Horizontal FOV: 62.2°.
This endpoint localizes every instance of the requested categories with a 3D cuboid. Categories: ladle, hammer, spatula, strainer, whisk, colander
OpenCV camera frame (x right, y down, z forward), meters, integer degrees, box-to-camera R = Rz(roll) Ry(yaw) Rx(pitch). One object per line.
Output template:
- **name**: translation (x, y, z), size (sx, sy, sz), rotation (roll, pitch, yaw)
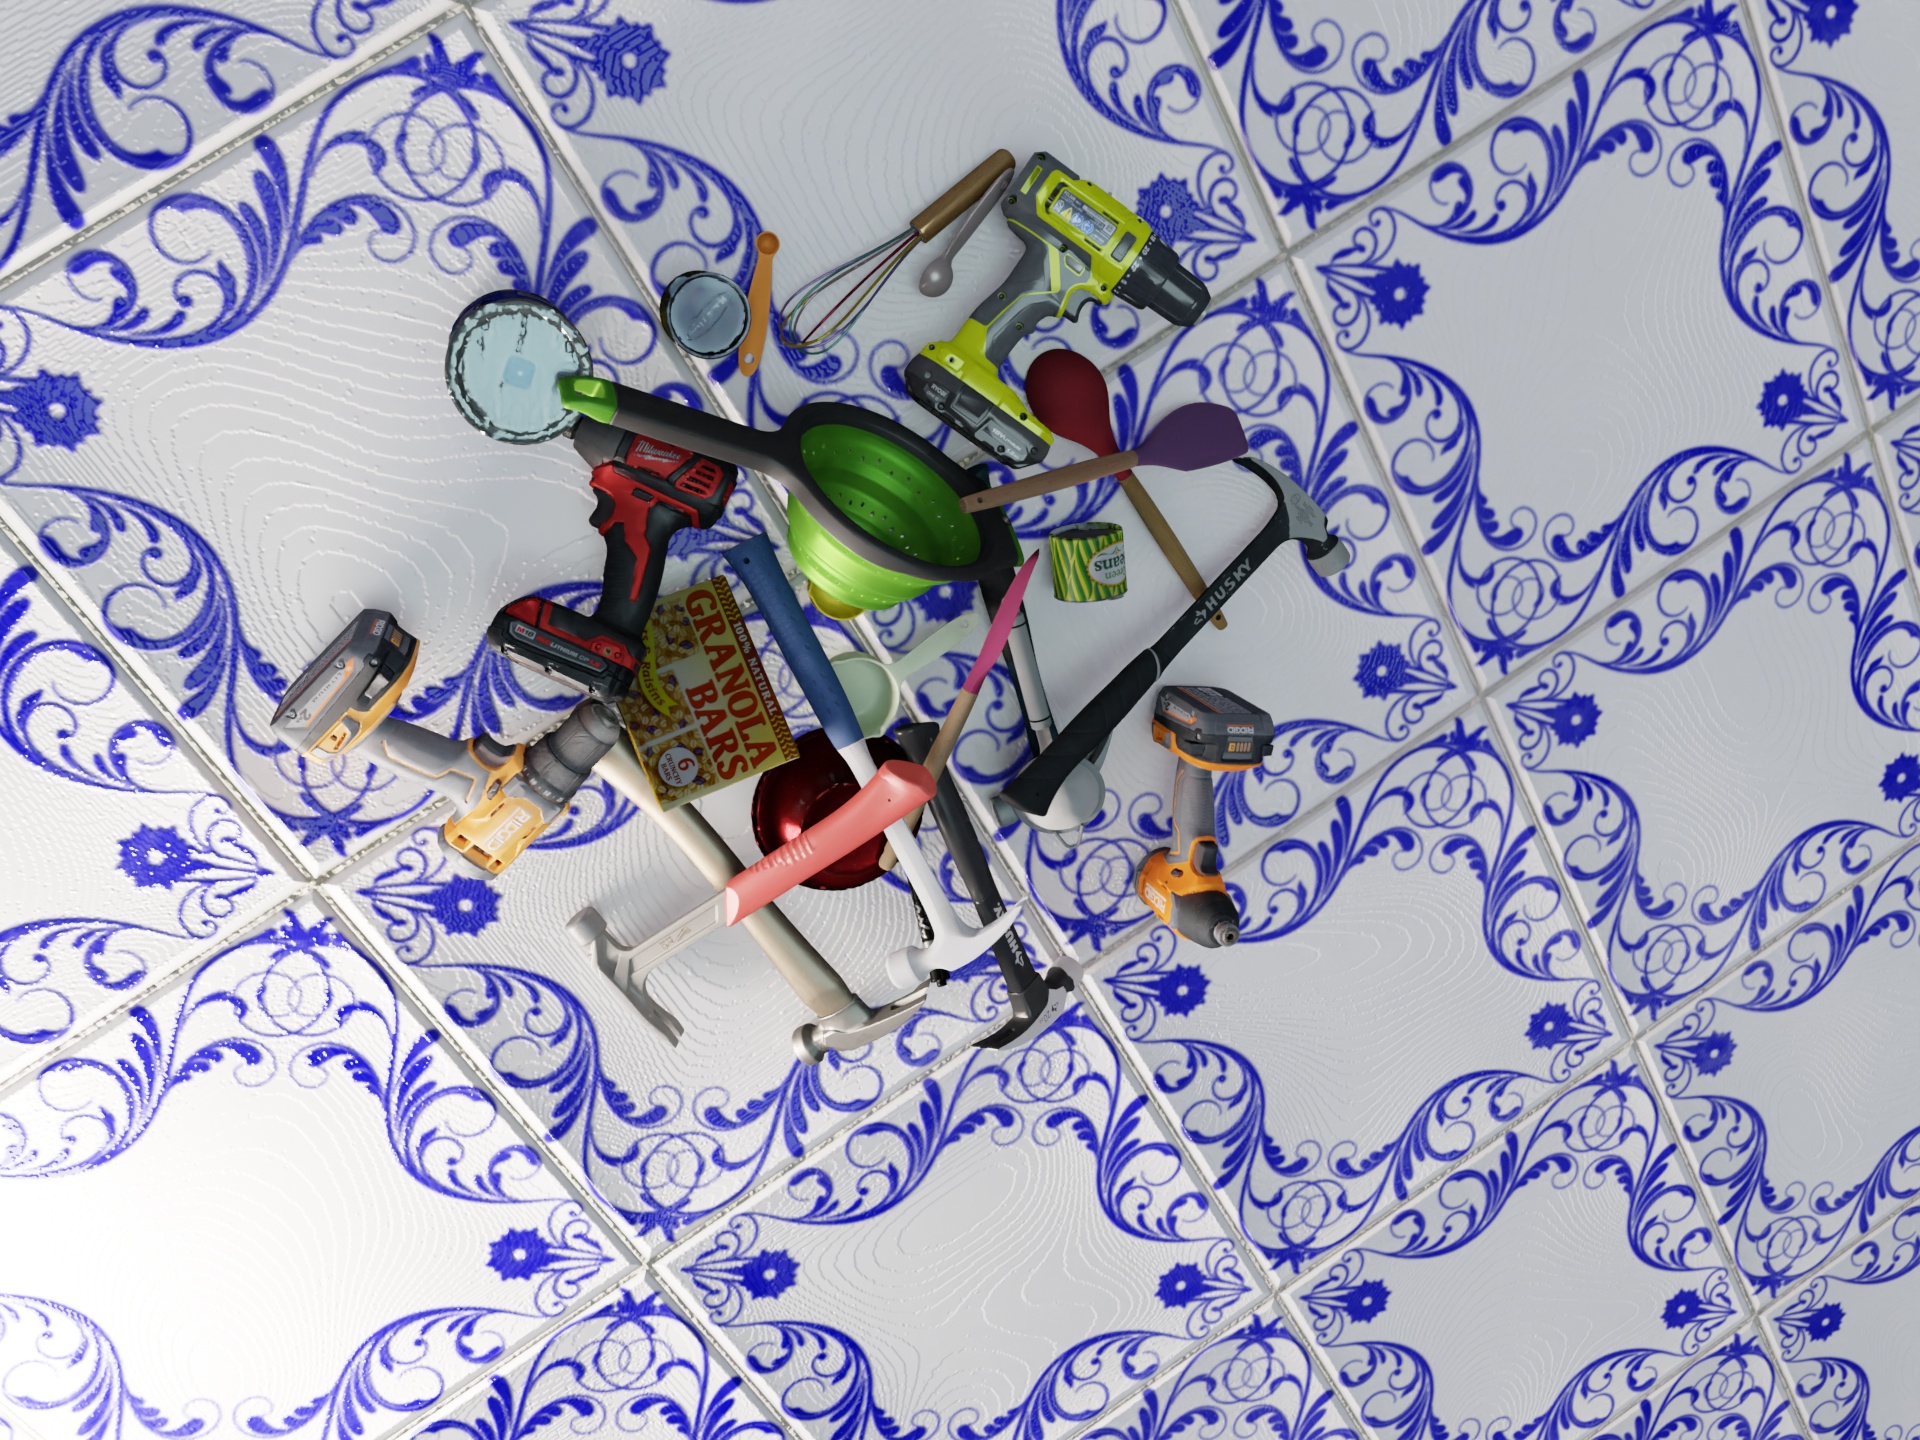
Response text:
- **ladle**: translation (0.160, -0.199, 1.429), size (0.069, 0.031, 0.315), rotation (-39, 116, -1)
- **hammer**: translation (-0.194, 0.137, 1.401), size (0.146, 0.038, 0.410), rotation (-29, 113, 21)
- **hammer**: translation (-0.083, 0.027, 1.349), size (0.144, 0.035, 0.405), rotation (-26, 95, 21)
- **hammer**: translation (-0.164, 0.146, 1.359), size (0.359, 0.037, 0.149), rotation (-33, 106, 19)
- **hammer**: translation (0.182, -0.067, 1.428), size (0.409, 0.036, 0.149), rotation (-46, 112, -13)
- **spatula**: translation (0.128, -0.221, 1.361), size (0.316, 0.018, 0.060), rotation (-21, 89, -31)
- **strainer**: translation (0.073, 0.009, 1.428), size (0.087, 0.050, 0.258), rotation (-14, 108, 5)
- **hammer**: translation (0.049, -0.069, 1.433), size (0.128, 0.033, 0.330), rotation (-21, 112, -9)
- **hammer**: translation (0.013, 0.148, 1.458), size (0.146, 0.035, 0.334), rotation (-42, 117, -42)
- **whisk**: translation (-0.049, -0.381, 1.296), size (0.245, 0.047, 0.051), rotation (-41, 113, -5)
- **colander**: translation (-0.138, -0.172, 1.240), size (0.396, 0.205, 0.094), rotation (13, 130, -35)

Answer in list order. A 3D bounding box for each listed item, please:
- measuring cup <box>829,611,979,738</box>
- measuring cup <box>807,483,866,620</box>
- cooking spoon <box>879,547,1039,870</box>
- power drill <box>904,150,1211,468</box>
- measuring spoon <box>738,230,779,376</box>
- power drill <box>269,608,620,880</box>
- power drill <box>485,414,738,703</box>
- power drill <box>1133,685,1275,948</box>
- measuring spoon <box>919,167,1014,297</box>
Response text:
- **measuring cup**: translation (-0.057, -0.049, 1.403), size (0.167, 0.038, 0.083), rotation (-35, 114, -4)
- **measuring cup**: translation (-0.112, -0.163, 1.362), size (0.062, 0.029, 0.156), rotation (-12, 99, -16)
- **cooking spoon**: translation (-0.002, -0.004, 1.355), size (0.017, 0.069, 0.318), rotation (24, 110, -5)
- **power drill**: translation (0.079, -0.325, 1.318), size (0.190, 0.080, 0.228), rotation (34, 95, -8)
- **measuring spoon**: translation (-0.165, -0.338, 1.293), size (0.021, 0.011, 0.117), rotation (5, 109, -20)
- **power drill**: translation (-0.405, 0.009, 1.278), size (0.185, 0.084, 0.226), rotation (-41, 118, 14)
- **power drill**: translation (-0.283, -0.136, 1.263), size (0.143, 0.078, 0.220), rotation (25, 82, -6)
- **power drill**: translation (0.227, 0.094, 1.471), size (0.084, 0.164, 0.226), rotation (1, 105, -17)
- **measuring spoon**: translation (0.010, -0.398, 1.306), size (0.018, 0.034, 0.124), rotation (41, 101, 19)
